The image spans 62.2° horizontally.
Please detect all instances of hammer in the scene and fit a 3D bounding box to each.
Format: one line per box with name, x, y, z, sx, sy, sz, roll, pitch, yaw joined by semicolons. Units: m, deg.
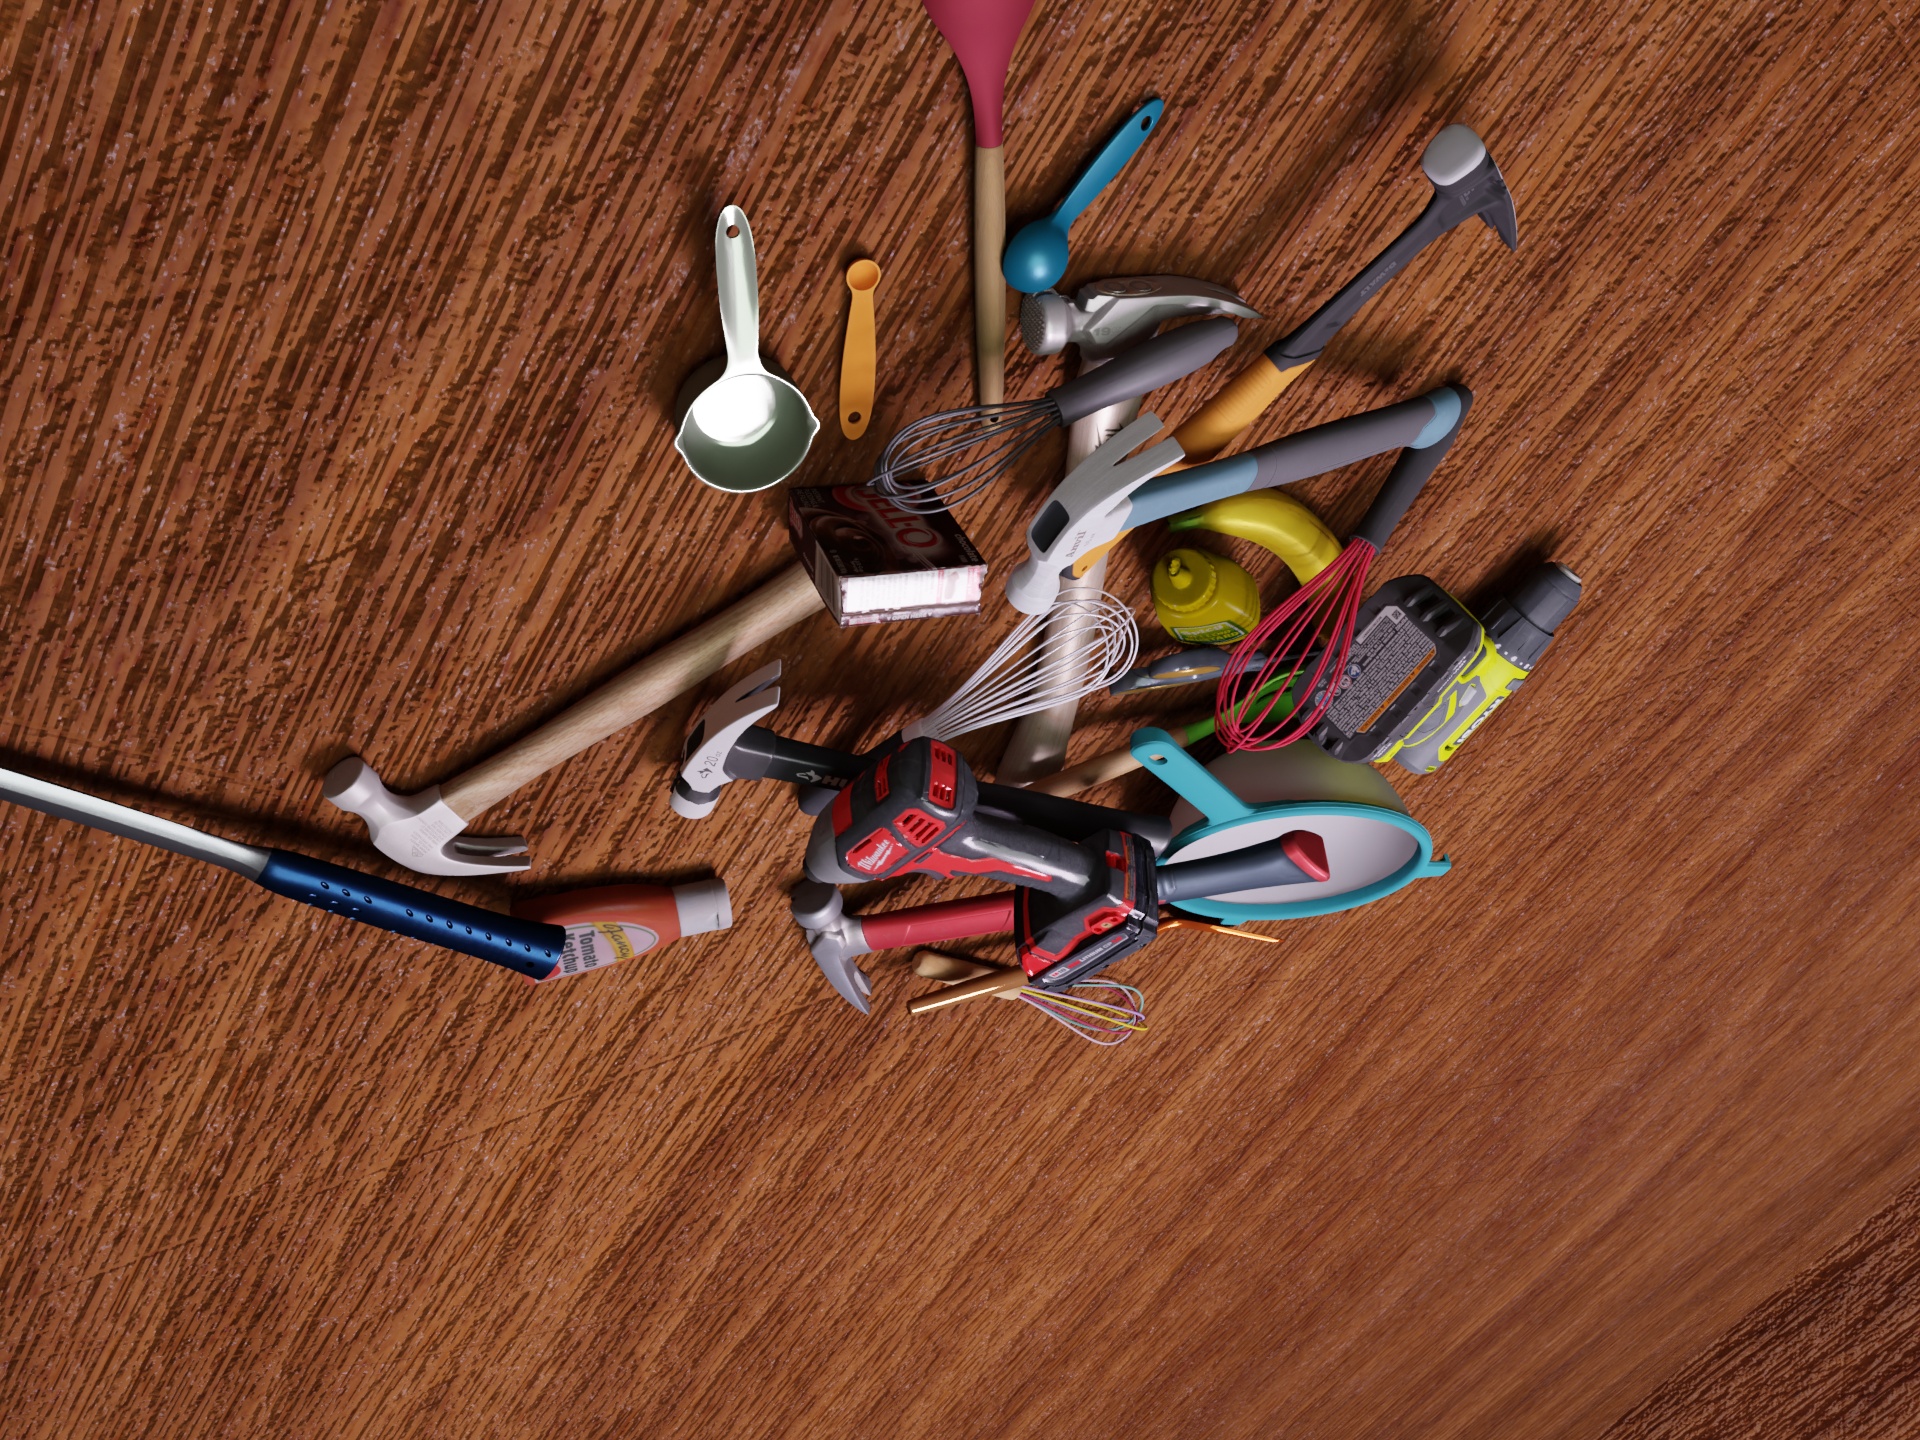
hammer;0.182;-0.201;0.946;0.337;0.034;0.127;-41;158;18
hammer;-0.013;0.045;1.049;0.334;0.035;0.146;13;142;-18
hammer;0.078;0.143;1.177;0.386;0.038;0.143;-11;136;12
hammer;-0.434;0.087;0.958;0.405;0.035;0.144;25;116;-31
hammer;0.179;-0.152;0.956;0.331;0.033;0.128;-20;156;-30
hammer;0.087;-0.097;1.057;0.146;0.038;0.410;-8;132;-19
hammer;-0.223;-0.004;1.003;0.331;0.031;0.129;-31;134;4

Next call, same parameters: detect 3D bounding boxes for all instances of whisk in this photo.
whisk;0.055;-0.180;0.907;0.239;0.055;0.055;-26;135;-10
whisk;0.064;0.228;1.329;0.244;0.047;0.051;20;120;-32
whisk;0.259;-0.101;1.058;0.073;0.073;0.296;38;83;-42
whisk;-0.001;-0.004;1.059;0.284;0.070;0.070;-30;137;26

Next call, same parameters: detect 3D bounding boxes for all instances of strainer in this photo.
strainer;0.212;0.048;1.175;0.211;0.095;0.340;-19;146;29

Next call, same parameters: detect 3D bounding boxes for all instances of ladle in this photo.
ladle;0.014;-0.289;0.863;0.069;0.031;0.315;-15;135;-13

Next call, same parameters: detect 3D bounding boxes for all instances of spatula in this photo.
spatula;0.109;0.200;1.301;0.322;0.081;0.041;-13;92;-19

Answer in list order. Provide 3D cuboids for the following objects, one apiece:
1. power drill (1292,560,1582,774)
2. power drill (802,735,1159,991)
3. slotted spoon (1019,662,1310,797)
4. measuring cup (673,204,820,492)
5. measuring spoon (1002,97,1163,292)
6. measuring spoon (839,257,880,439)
power drill;0.353;-0.043;1.157;0.228;0.080;0.190;0;134;-54
power drill;0.010;0.095;1.030;0.219;0.079;0.143;26;136;-29
slotted spoon;0.141;0.019;1.159;0.313;0.031;0.070;-21;152;-17
measuring cup;-0.123;-0.205;0.868;0.083;0.038;0.167;-11;131;-15
measuring spoon;0.074;-0.288;0.879;0.128;0.021;0.042;-49;148;10
measuring spoon;-0.059;-0.212;0.910;0.021;0.011;0.116;-9;136;-17
